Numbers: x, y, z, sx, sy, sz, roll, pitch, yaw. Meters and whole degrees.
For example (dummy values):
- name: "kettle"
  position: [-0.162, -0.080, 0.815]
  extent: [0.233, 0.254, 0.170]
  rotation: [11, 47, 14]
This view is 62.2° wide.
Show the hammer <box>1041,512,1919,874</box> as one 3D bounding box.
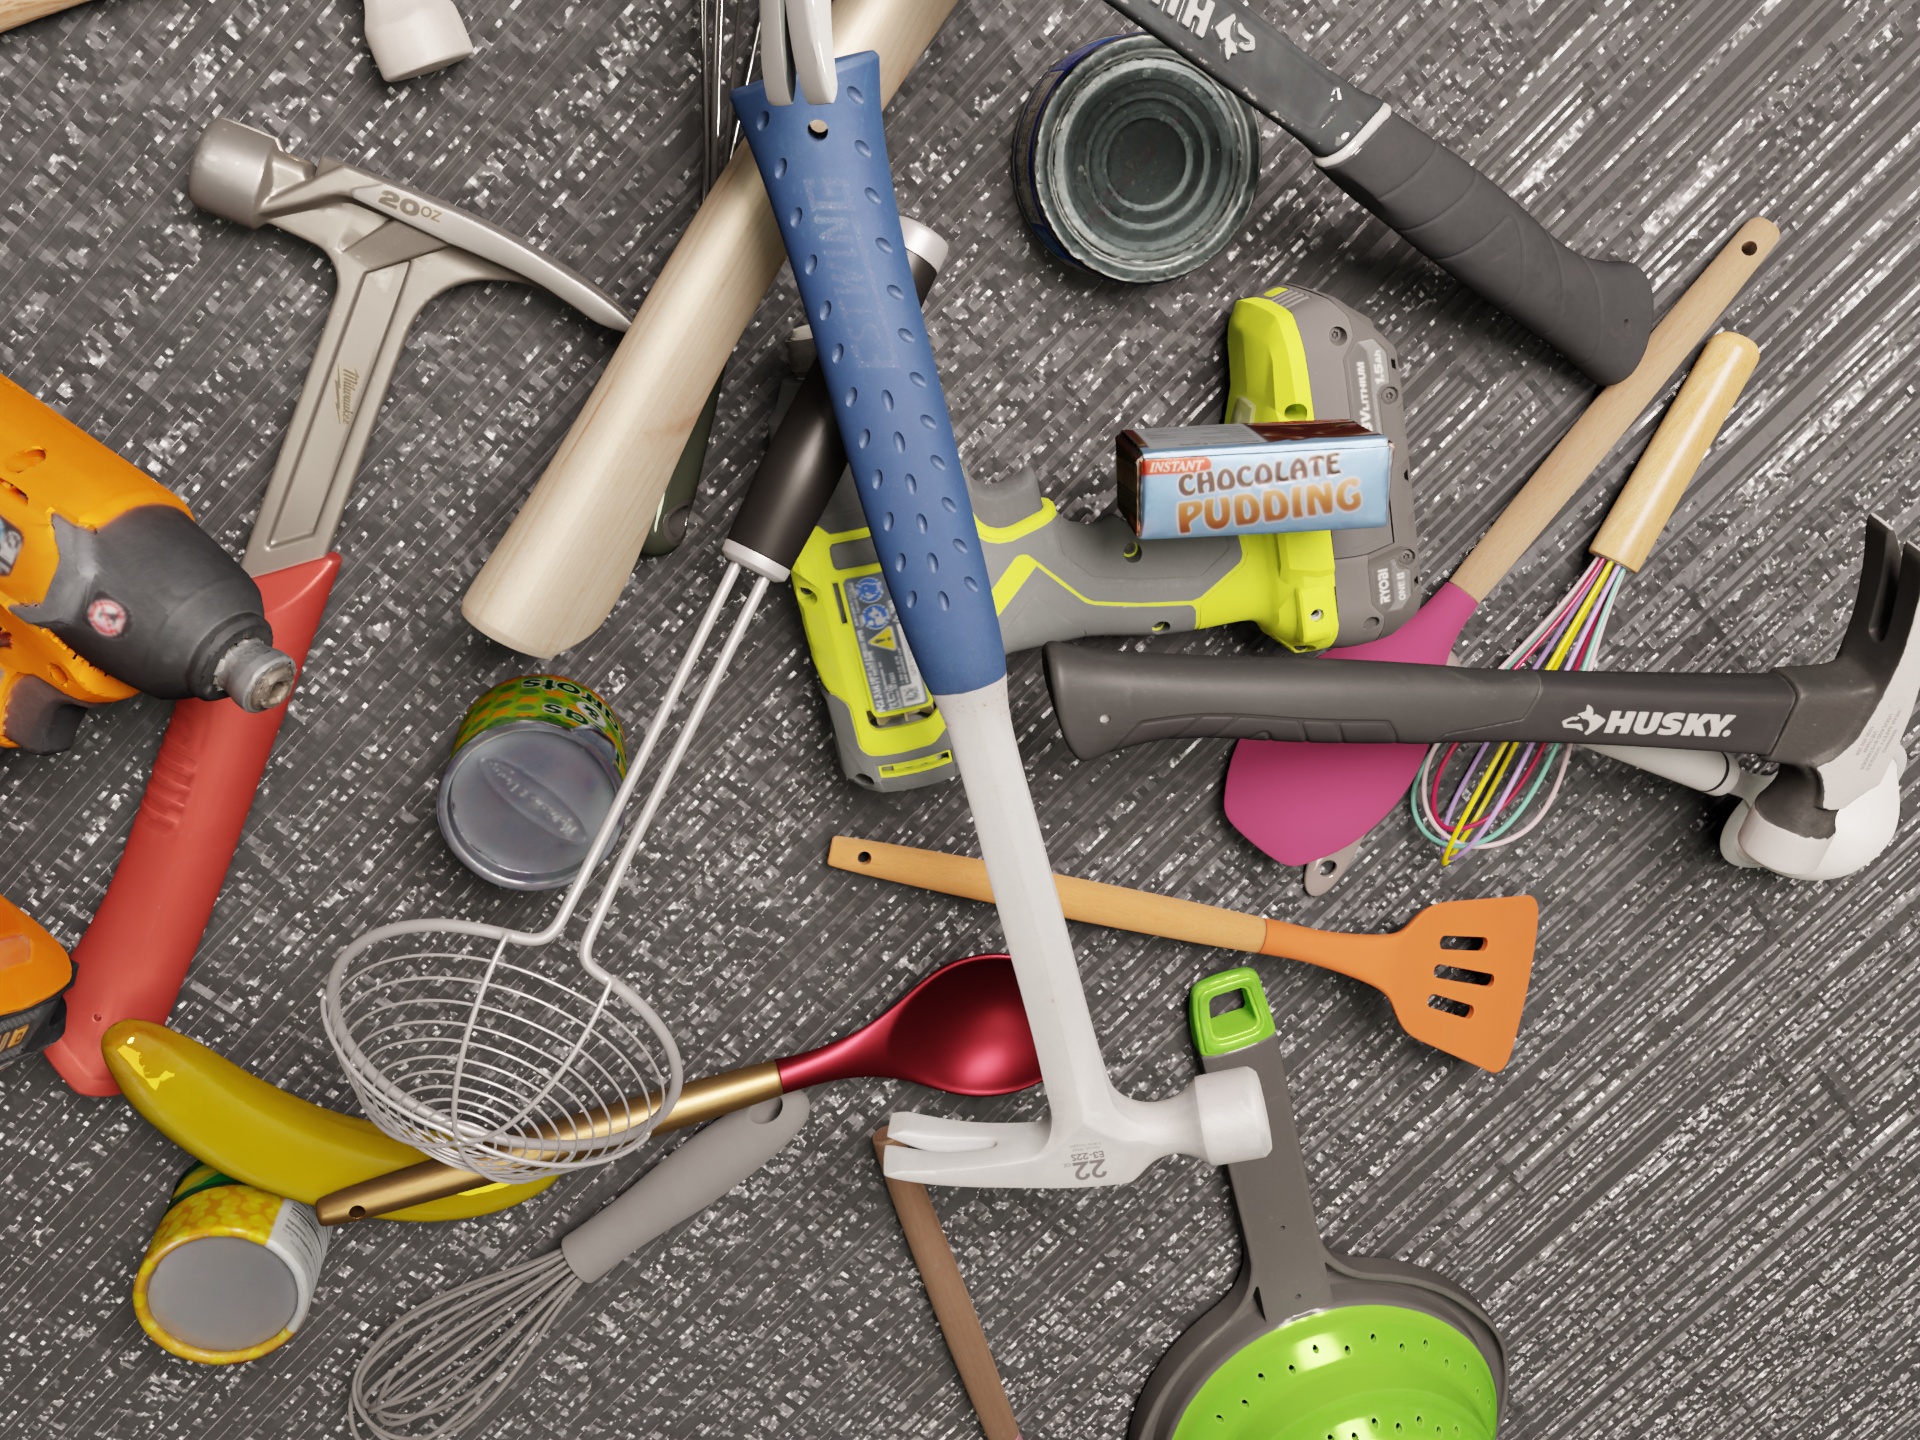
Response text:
- name: "hammer"
  position: [0.193, -0.010, 0.582]
  extent: [0.334, 0.035, 0.146]
  rotation: [2, 124, -10]

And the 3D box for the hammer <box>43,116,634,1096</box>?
- name: "hammer"
  position: [-0.249, -0.017, 0.578]
  extent: [0.149, 0.037, 0.359]
  rotation: [21, 104, -17]

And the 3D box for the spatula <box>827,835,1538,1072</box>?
- name: "spatula"
  position: [0.102, 0.087, 0.679]
  extent: [0.322, 0.041, 0.081]
  rotation: [12, 88, -7]

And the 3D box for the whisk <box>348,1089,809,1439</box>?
- name: "whisk"
  position: [-0.162, 0.232, 0.681]
  extent: [0.239, 0.055, 0.055]
  rotation: [-36, 112, 0]

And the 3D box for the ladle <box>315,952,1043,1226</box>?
- name: "ladle"
  position: [-0.099, 0.155, 0.653]
  extent: [0.315, 0.031, 0.069]
  rotation: [-13, 109, -15]

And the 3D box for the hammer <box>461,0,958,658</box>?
- name: "hammer"
  position: [-0.043, -0.197, 0.488]
  extent: [0.038, 0.146, 0.410]
  rotation: [39, 101, 25]

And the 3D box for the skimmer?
- name: "skimmer"
  position: [-0.101, -0.002, 0.552]
  extent: [0.127, 0.090, 0.363]
  rotation: [26, 91, -12]

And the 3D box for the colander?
- name: "colander"
  position: [0.170, 0.300, 0.741]
  extent: [0.204, 0.095, 0.396]
  rotation: [-17, 112, -4]

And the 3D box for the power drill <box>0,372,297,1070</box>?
- name: "power drill"
  position: [-0.319, 0.014, 0.524]
  extent: [0.164, 0.084, 0.226]
  rotation: [33, 104, 9]

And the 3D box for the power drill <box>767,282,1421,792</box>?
- name: "power drill"
  position: [0.046, -0.080, 0.590]
  extent: [0.223, 0.080, 0.171]
  rotation: [-13, 112, -2]

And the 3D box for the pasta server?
- name: "pasta server"
  position: [0.016, 0.324, 0.752]
  extent: [0.060, 0.040, 0.316]
  rotation: [-24, 112, -14]

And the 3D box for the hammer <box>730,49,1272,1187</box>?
- name: "hammer"
  position: [-0.001, -0.002, 0.525]
  extent: [0.144, 0.035, 0.405]
  rotation: [-12, 116, 8]

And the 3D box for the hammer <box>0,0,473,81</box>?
- name: "hammer"
  position: [-0.333, -0.220, 0.490]
  extent: [0.331, 0.031, 0.130]
  rotation: [-20, 113, -3]

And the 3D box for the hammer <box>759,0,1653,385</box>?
- name: "hammer"
  position: [0.111, -0.188, 0.501]
  extent: [0.408, 0.036, 0.149]
  rotation: [16, 97, -40]

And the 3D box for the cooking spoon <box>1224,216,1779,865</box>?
- name: "cooking spoon"
  position: [0.221, -0.072, 0.647]
  extent: [0.069, 0.017, 0.319]
  rotation: [39, 96, 8]

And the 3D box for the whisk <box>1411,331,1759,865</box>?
- name: "whisk"
  position: [0.260, -0.047, 0.665]
  extent: [0.047, 0.051, 0.245]
  rotation: [19, 102, -38]

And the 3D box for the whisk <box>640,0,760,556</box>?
- name: "whisk"
  position: [-0.083, -0.173, 0.551]
  extent: [0.059, 0.058, 0.246]
  rotation: [24, 111, 18]

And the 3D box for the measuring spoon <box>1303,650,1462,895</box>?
- name: "measuring spoon"
  position: [0.181, 0.025, 0.683]
  extent: [0.034, 0.018, 0.124]
  rotation: [19, 106, -17]

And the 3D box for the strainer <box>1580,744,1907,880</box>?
- name: "strainer"
  position: [0.323, 0.026, 0.672]
  extent: [0.258, 0.050, 0.086]
  rotation: [17, 127, -26]
